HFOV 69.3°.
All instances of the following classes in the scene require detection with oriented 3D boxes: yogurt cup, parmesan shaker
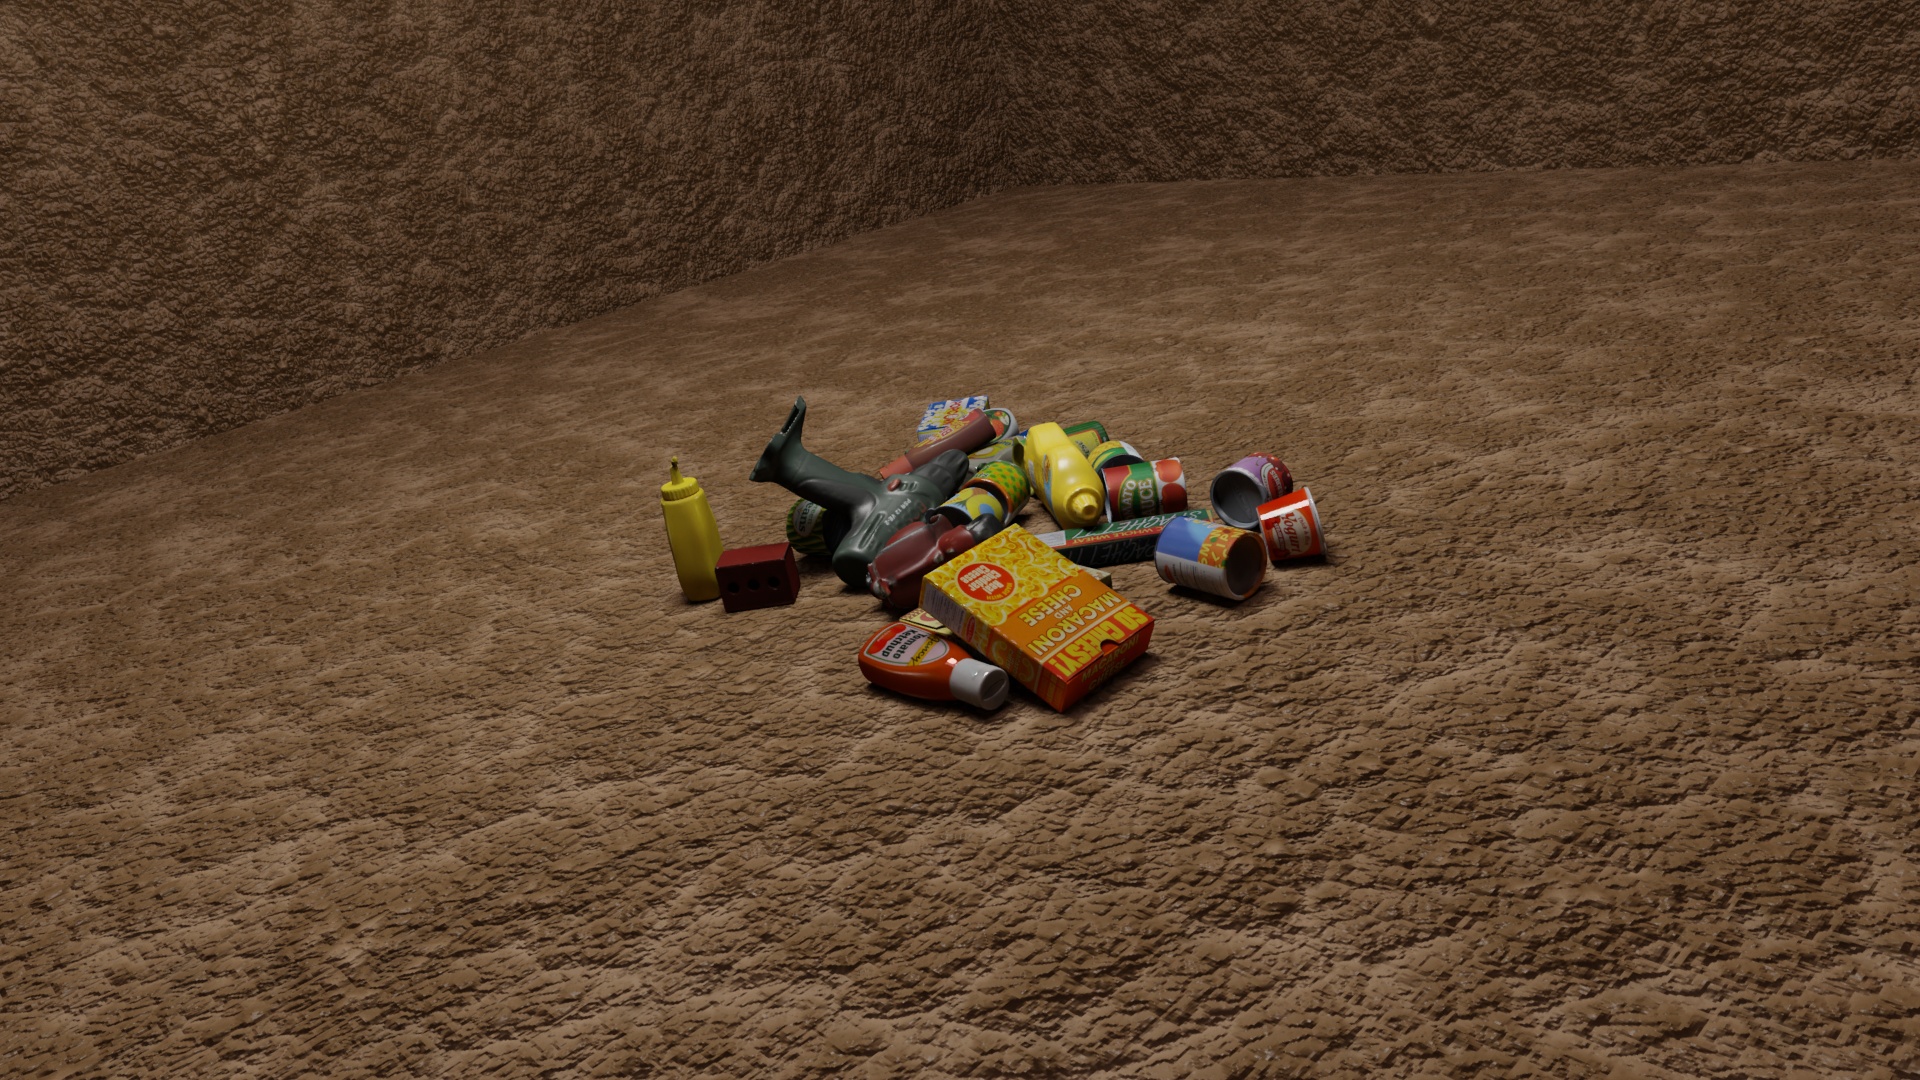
[{"bbox_3d":[0.318,-0.013,1.342,0.054,0.072,0.073,-15,20,10],"label":"yogurt cup"},{"bbox_3d":[0.120,-0.101,1.644,0.103,0.071,0.071,-17,22,-16],"label":"parmesan shaker"}]

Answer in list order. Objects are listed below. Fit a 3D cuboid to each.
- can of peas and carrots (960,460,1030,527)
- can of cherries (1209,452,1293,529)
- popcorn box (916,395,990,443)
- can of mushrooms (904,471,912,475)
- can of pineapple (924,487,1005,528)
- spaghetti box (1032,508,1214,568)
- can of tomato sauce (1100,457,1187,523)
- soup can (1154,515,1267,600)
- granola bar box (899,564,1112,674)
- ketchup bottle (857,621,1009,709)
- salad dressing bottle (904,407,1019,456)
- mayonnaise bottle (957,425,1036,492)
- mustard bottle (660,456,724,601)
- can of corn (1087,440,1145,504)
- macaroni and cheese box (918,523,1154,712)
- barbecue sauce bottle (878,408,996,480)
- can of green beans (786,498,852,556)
[{"bbox_3d":[0.036,-0.051,1.559,0.071,0.070,0.059,0,24,26],"label":"can of peas and carrots"},{"bbox_3d":[0.304,-0.052,1.441,0.071,0.071,0.059,10,28,42],"label":"can of cherries"},{"bbox_3d":[-0.007,-0.157,1.891,0.085,0.038,0.127,-8,22,10],"label":"popcorn box"},{"bbox_3d":[-0.049,-0.059,1.668,0.071,0.033,0.071,-8,22,3],"label":"can of mushrooms"},{"bbox_3d":[0.005,-0.019,1.492,0.071,0.070,0.058,3,24,32],"label":"can of pineapple"},{"bbox_3d":[0.137,0.006,1.425,0.250,0.028,0.050,-8,21,5],"label":"spaghetti box"},{"bbox_3d":[0.197,-0.050,1.487,0.083,0.071,0.071,-9,21,2],"label":"can of tomato sauce"},{"bbox_3d":[0.236,0.014,1.303,0.071,0.071,0.084,-26,27,-35],"label":"soup can"},{"bbox_3d":[0.045,0.067,1.299,0.166,0.039,0.124,-28,27,-38],"label":"granola bar box"},{"bbox_3d":[-0.021,0.112,1.209,0.149,0.043,0.065,14,43,46],"label":"ketchup bottle"},{"bbox_3d":[0.002,-0.124,1.786,0.148,0.043,0.064,-23,58,-14],"label":"salad dressing bottle"},{"bbox_3d":[0.052,-0.102,1.718,0.065,0.041,0.149,5,26,45],"label":"mayonnaise bottle"},{"bbox_3d":[-0.292,-0.016,1.499,0.049,0.159,0.065,-9,20,7],"label":"mustard bottle"},{"bbox_3d":[0.174,-0.072,1.555,0.071,0.071,0.058,-11,20,-2],"label":"can of corn"},{"bbox_3d":[0.066,0.063,1.208,0.167,0.040,0.124,35,45,28],"label":"macaroni and cheese box"},{"bbox_3d":[-0.029,-0.109,1.724,0.149,0.043,0.065,-31,14,-4],"label":"barbecue sauce bottle"},{"bbox_3d":[-0.154,-0.015,1.561,0.058,0.071,0.071,5,26,36],"label":"can of green beans"}]
